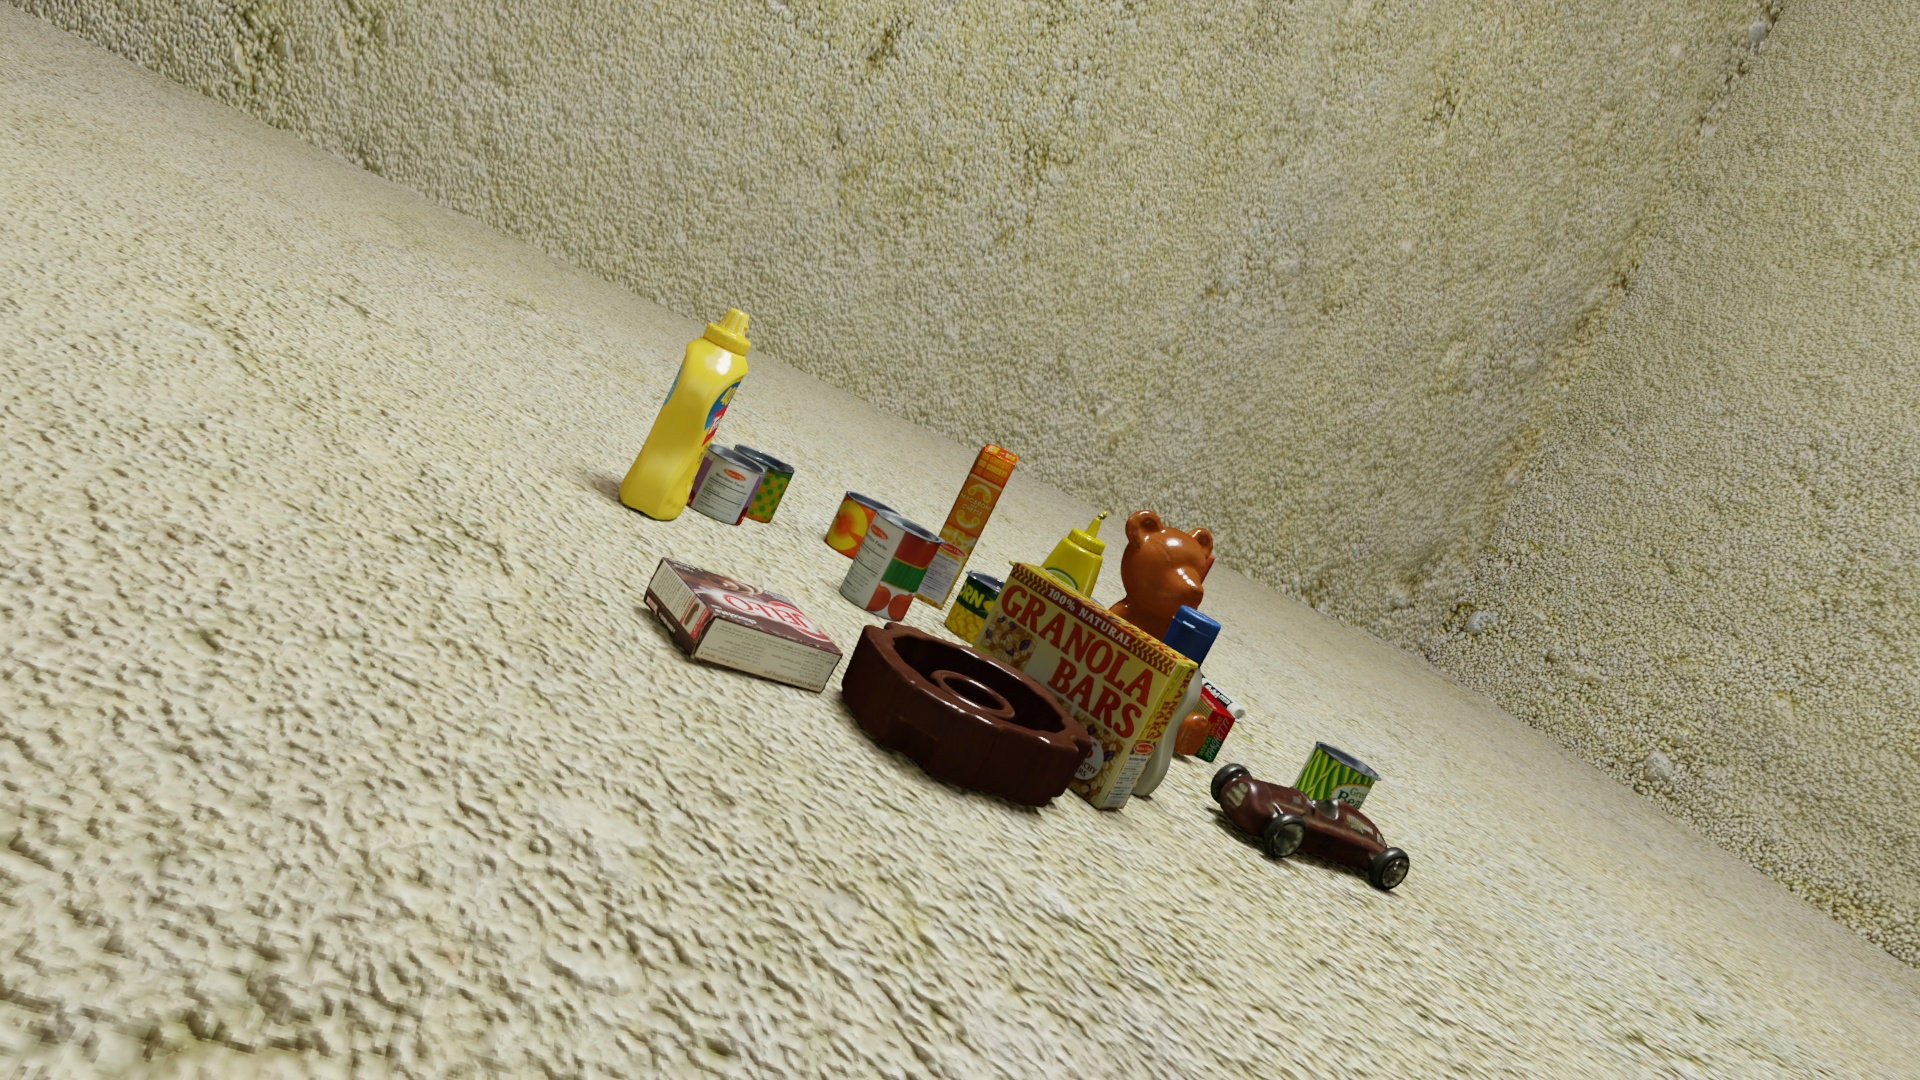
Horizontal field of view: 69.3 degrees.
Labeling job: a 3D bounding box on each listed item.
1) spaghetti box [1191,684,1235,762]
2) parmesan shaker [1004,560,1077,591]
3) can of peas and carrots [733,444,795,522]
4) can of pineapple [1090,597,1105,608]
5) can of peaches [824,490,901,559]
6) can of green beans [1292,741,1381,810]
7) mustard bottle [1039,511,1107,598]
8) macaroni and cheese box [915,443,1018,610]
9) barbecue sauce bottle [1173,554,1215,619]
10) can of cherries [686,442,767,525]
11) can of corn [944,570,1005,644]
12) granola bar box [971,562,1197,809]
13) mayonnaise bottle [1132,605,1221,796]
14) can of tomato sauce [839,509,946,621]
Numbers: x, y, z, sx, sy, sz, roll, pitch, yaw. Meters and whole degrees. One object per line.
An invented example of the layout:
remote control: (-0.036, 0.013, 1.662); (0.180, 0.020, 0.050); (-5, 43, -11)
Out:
spaghetti box: (0.221, 0.158, 1.431); (0.029, 0.050, 0.250); (25, 8, -13)
parmesan shaker: (0.052, 0.078, 1.217); (0.071, 0.103, 0.071); (26, 8, -4)
can of peas and carrots: (-0.209, -0.057, 1.410); (0.071, 0.058, 0.071); (26, 8, -4)
can of pineapple: (0.117, 0.085, 1.537); (0.071, 0.057, 0.071); (26, 8, -4)
can of peaches: (-0.101, -0.011, 1.460); (0.071, 0.058, 0.071); (26, 8, -4)
can of green beans: (0.361, 0.236, 1.347); (0.071, 0.057, 0.071); (26, 8, -4)
mustard bottle: (0.110, 0.039, 1.443); (0.065, 0.160, 0.049); (29, 8, 18)
macaroni and cheese box: (0.005, -0.018, 1.450); (0.040, 0.166, 0.124); (27, 8, 0)
barbecue sauce bottle: (0.265, 0.079, 1.713); (0.065, 0.148, 0.044); (30, 8, 27)
can of cherries: (-0.228, -0.055, 1.334); (0.071, 0.058, 0.071); (26, 8, -4)
can of corn: (0.023, 0.068, 1.346); (0.071, 0.058, 0.071); (26, 8, -4)
granola bar box: (0.082, 0.108, 1.052); (0.166, 0.124, 0.039); (33, 10, 37)
mayonnaise bottle: (0.156, 0.124, 1.094); (0.065, 0.148, 0.041); (30, 8, 27)
can of tomato sauce: (-0.063, 0.024, 1.272); (0.071, 0.083, 0.071); (26, 8, -4)
